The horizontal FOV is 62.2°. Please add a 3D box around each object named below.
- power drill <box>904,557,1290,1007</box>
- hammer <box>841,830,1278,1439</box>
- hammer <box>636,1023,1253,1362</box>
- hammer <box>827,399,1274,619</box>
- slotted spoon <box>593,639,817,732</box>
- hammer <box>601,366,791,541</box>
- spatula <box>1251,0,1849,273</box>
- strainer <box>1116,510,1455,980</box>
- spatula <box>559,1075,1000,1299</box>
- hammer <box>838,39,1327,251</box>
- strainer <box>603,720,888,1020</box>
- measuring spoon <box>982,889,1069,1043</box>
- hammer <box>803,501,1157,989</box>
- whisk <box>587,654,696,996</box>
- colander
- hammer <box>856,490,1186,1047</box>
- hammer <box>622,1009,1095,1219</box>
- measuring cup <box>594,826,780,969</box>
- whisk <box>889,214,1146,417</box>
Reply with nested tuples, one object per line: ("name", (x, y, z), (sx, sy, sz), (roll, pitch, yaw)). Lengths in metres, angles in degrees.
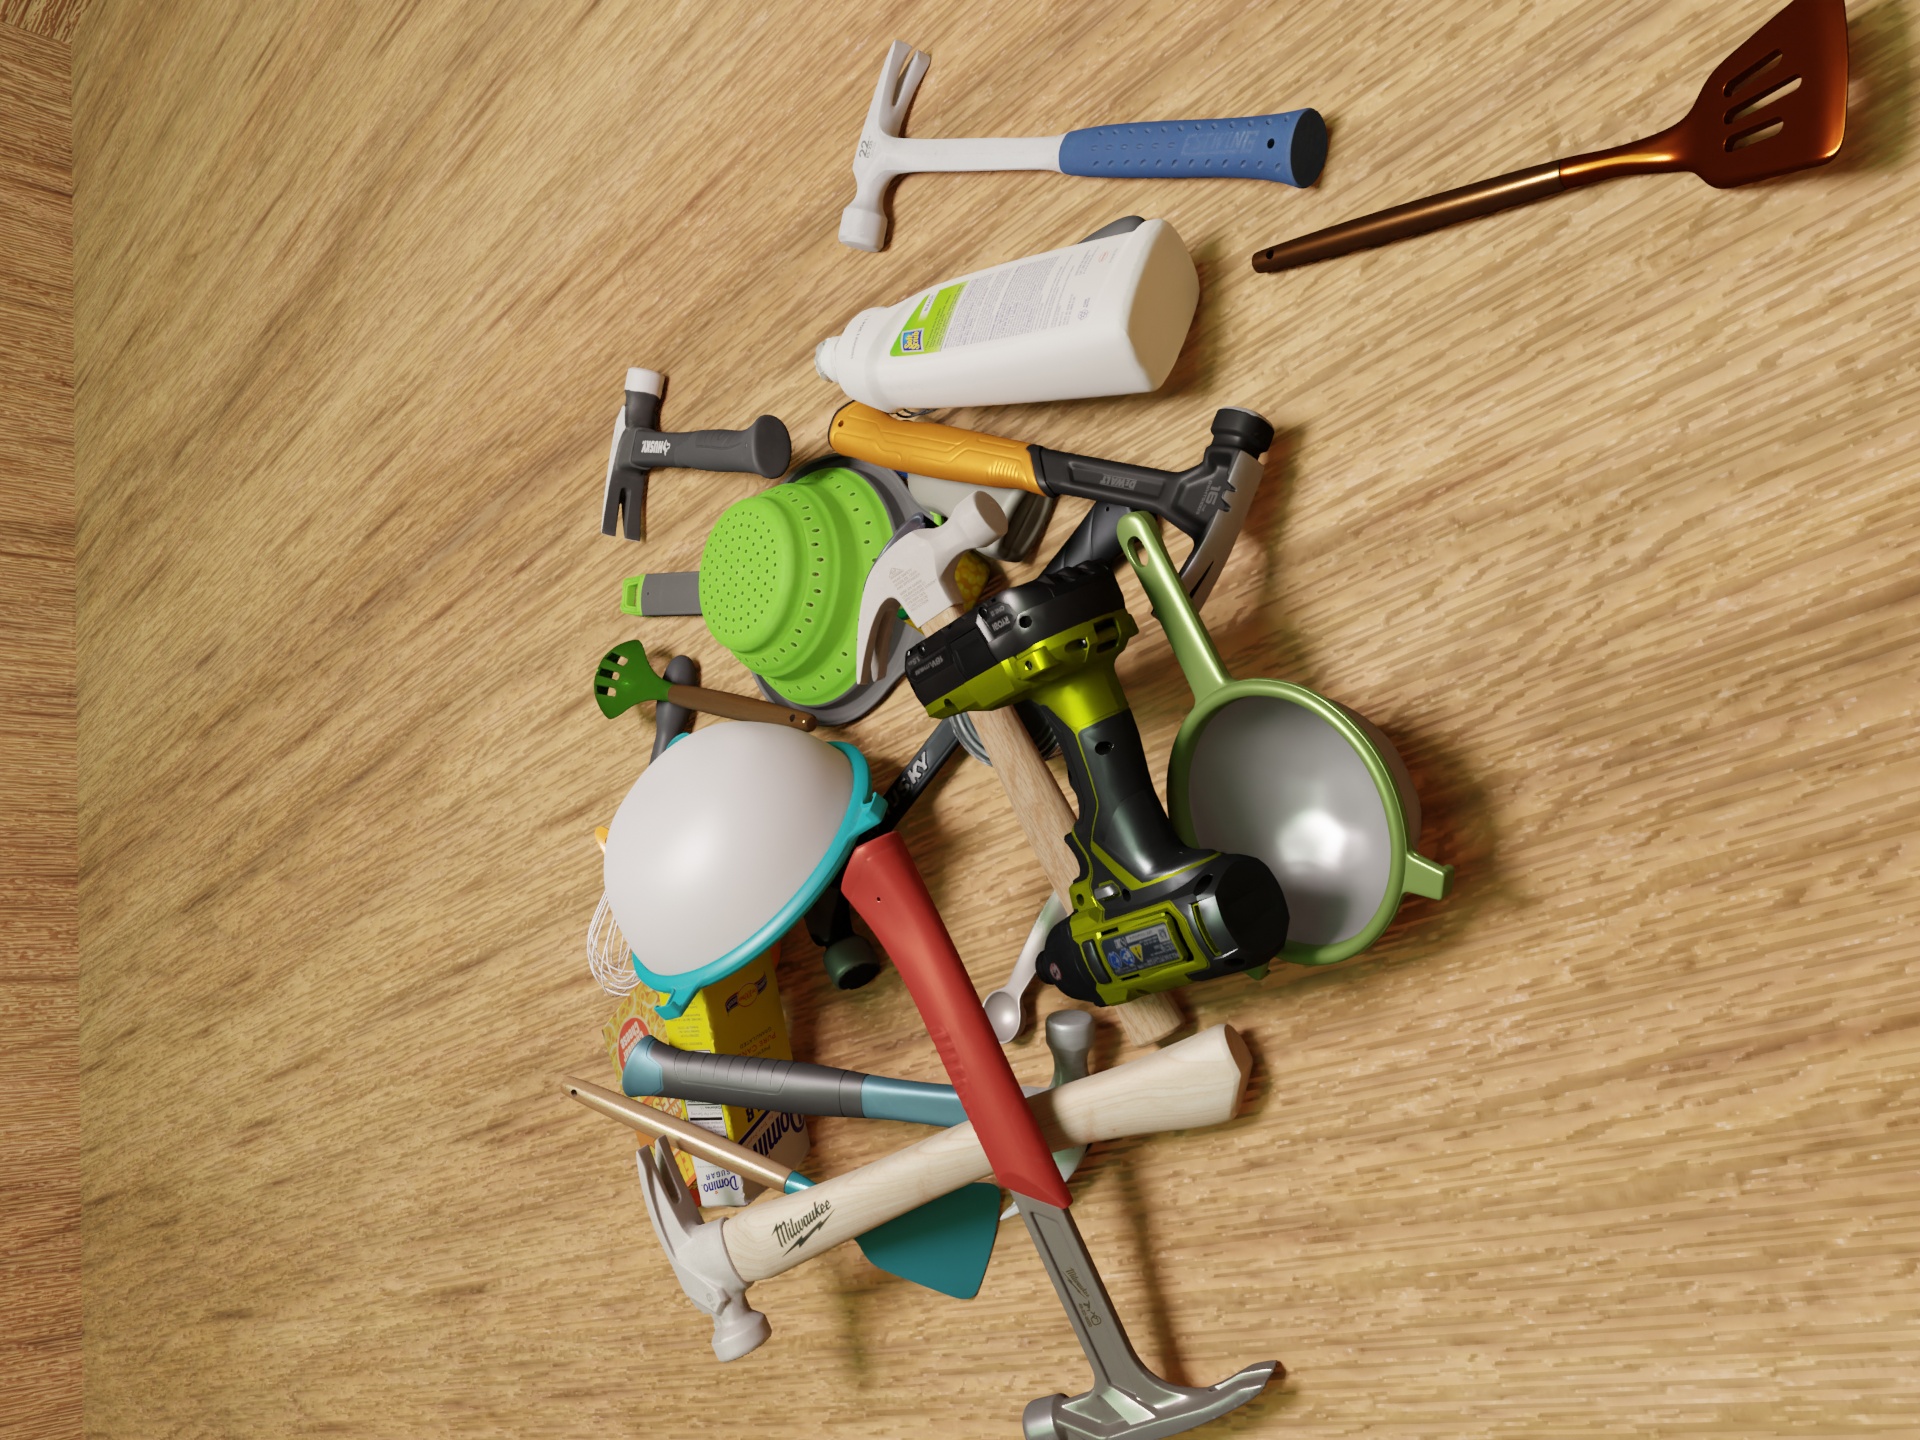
("power drill", (0.063, 0.042, 0.854), (0.171, 0.080, 0.223), (-28, 85, 51))
("hammer", (0.034, 0.226, 0.887), (0.149, 0.036, 0.359), (-28, 84, 23))
("hammer", (-0.018, 0.259, 0.953), (0.410, 0.038, 0.146), (-28, 85, 24))
("hammer", (0.031, -0.150, 0.982), (0.337, 0.034, 0.127), (20, 87, 43))
("slotted spoon", (-0.206, -0.020, 1.228), (0.314, 0.031, 0.070), (12, 82, 48))
("hammer", (-0.212, -0.207, 1.250), (0.335, 0.035, 0.146), (18, 97, 59))
("spatula", (0.273, -0.268, 0.789), (0.323, 0.041, 0.081), (-2, 85, 47))
("strainer", (0.161, -0.001, 0.833), (0.151, 0.069, 0.256), (-40, 70, 50))
("spatula", (-0.130, 0.294, 1.053), (0.317, 0.044, 0.082), (17, 102, 21))
("hammer", (0.063, -0.373, 1.027), (0.406, 0.035, 0.144), (20, 100, 46))
("strainer", (-0.189, 0.049, 1.112), (0.211, 0.095, 0.341), (-44, 28, -2))
("measuring spoon", (0.050, 0.149, 1.001), (0.034, 0.018, 0.124), (38, 106, 42))
("hammer", (-0.002, -0.003, 1.056), (0.408, 0.036, 0.149), (-52, 51, 29))
("whisk", (-0.253, 0.086, 1.301), (0.070, 0.070, 0.284), (9, 87, 47))
("colander", (-0.179, -0.103, 1.209), (0.397, 0.094, 0.204), (3, 88, 47))
("hammer", (0.039, 0.039, 0.940), (0.130, 0.031, 0.331), (-32, 80, 31))
("hammer", (-0.071, 0.235, 1.009), (0.331, 0.033, 0.128), (1, 99, 23))
("measuring cup", (-0.207, 0.140, 1.202), (0.174, 0.052, 0.095), (46, 113, 12))
("whisk", (0.027, -0.264, 1.045), (0.239, 0.055, 0.055), (-26, 67, 37))
